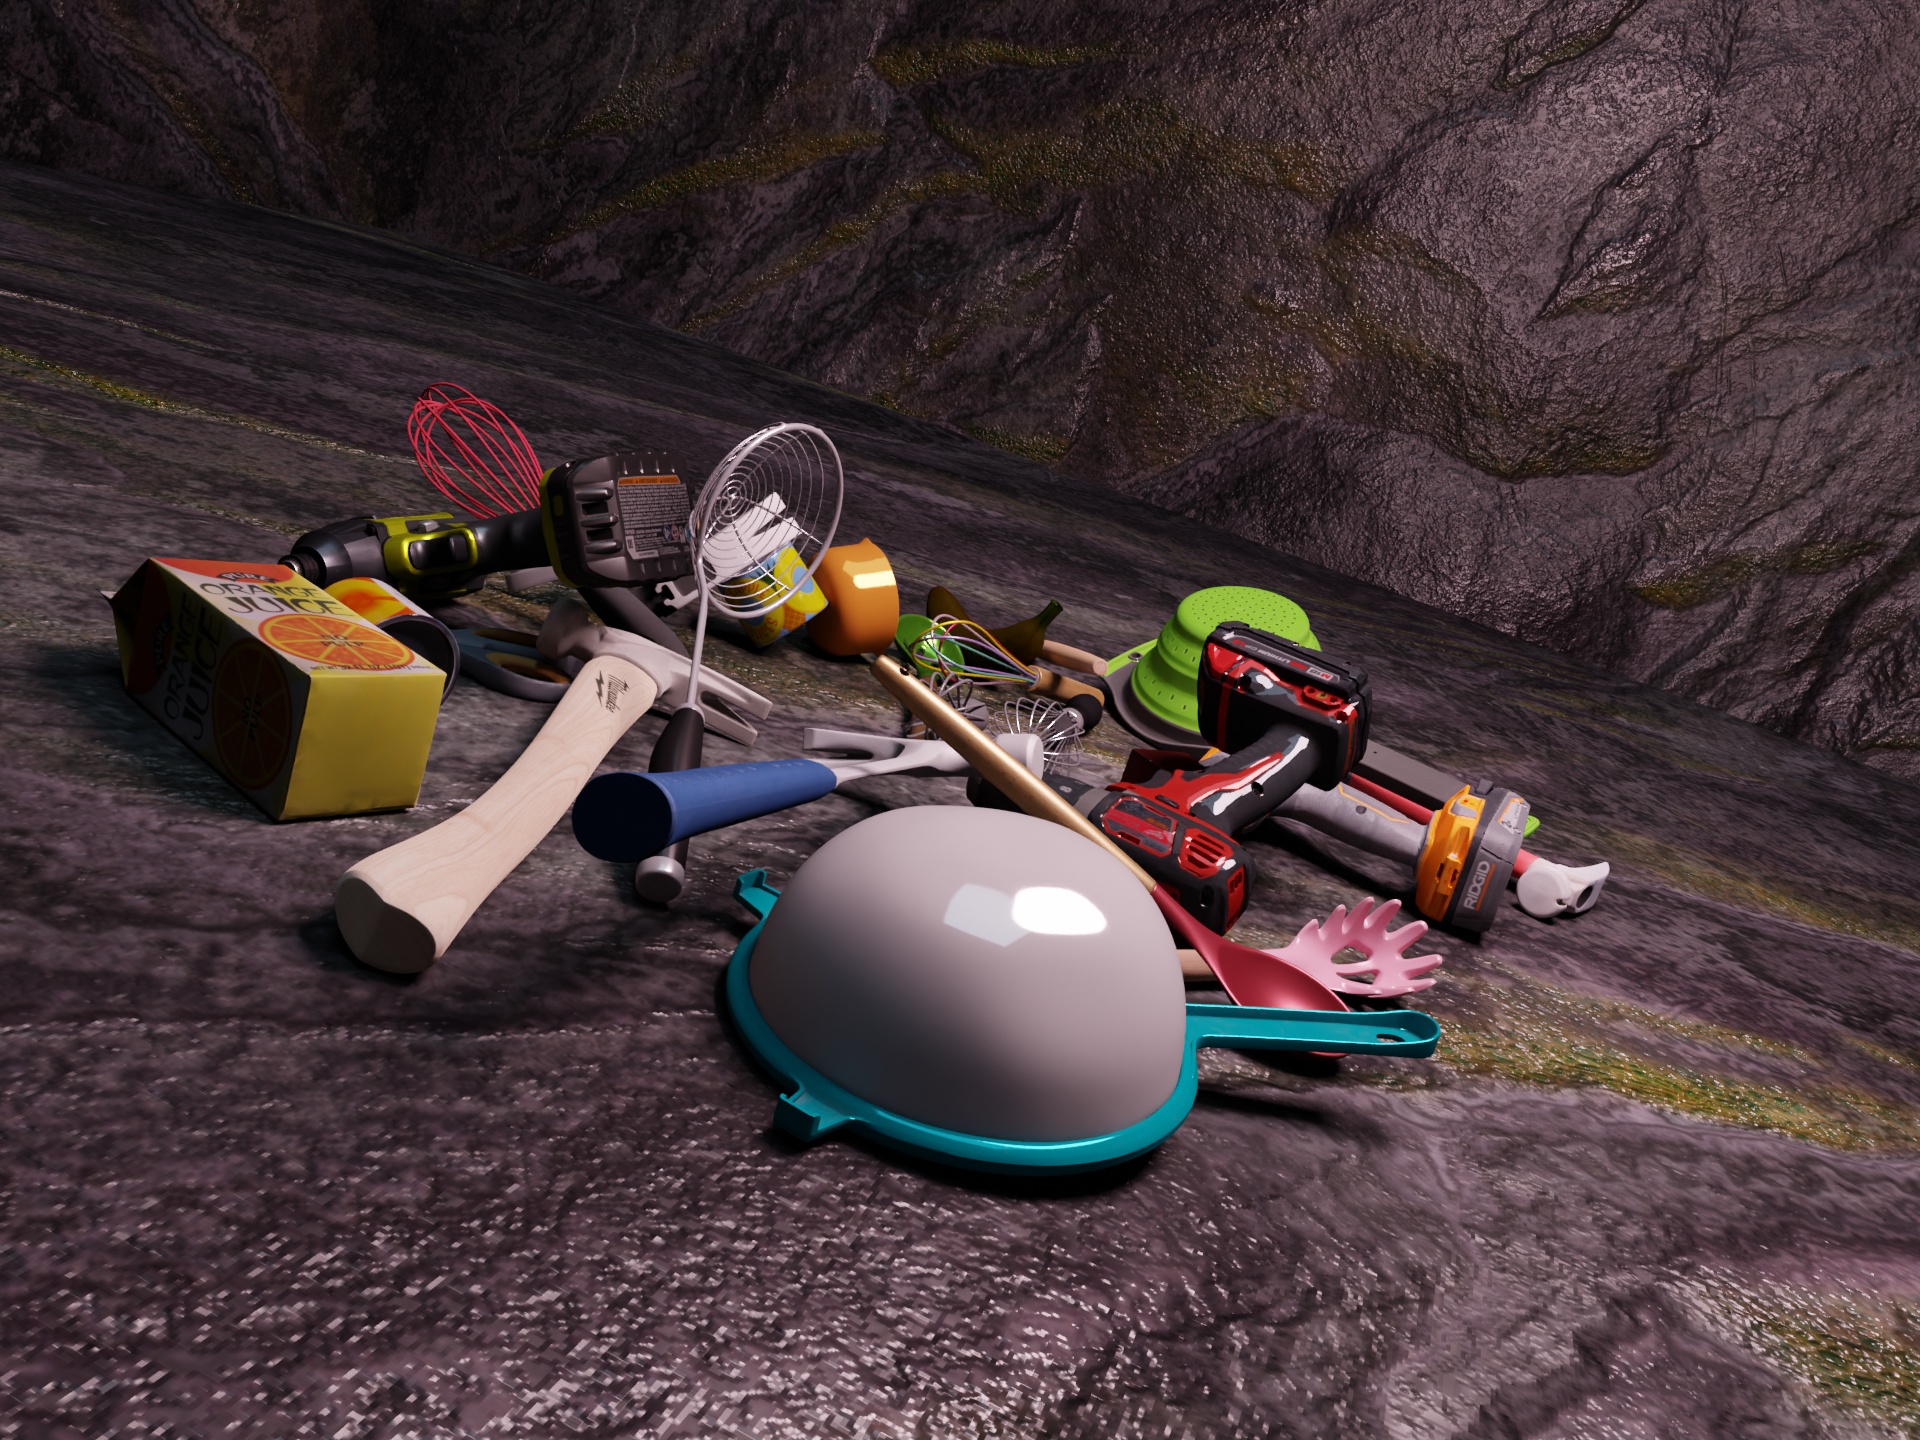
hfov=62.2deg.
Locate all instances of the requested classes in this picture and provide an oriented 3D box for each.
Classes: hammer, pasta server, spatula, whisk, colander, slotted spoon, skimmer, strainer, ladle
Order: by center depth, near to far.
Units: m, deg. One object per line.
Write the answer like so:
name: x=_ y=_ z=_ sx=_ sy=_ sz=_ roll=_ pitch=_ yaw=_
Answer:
strainer: x=0.072 y=0.100 z=0.704 sx=0.340 sy=0.095 sz=0.211 roll=6 pitch=21 yaw=-16
hammer: x=-0.074 y=0.029 z=0.776 sx=0.144 sy=0.035 sz=0.405 roll=2 pitch=2 yaw=16
hammer: x=-0.198 y=0.028 z=0.807 sx=0.146 sy=0.038 sz=0.411 roll=26 pitch=17 yaw=-5
ladle: x=0.076 y=0.072 z=0.814 sx=0.315 sy=0.031 sz=0.069 roll=40 pitch=29 yaw=-3
pasta server: x=0.139 y=0.128 z=0.856 sx=0.316 sy=0.040 sz=0.060 roll=5 pitch=54 yaw=-34
skimmer: x=-0.116 y=-0.039 z=0.881 sx=0.090 sy=0.127 sz=0.364 roll=0 pitch=40 yaw=-2
whisk: x=-0.002 y=-0.005 z=1.072 sx=0.055 sy=0.055 sz=0.239 roll=20 pitch=2 yaw=6
whisk: x=-0.284 y=-0.129 z=1.092 sx=0.296 sy=0.073 sz=0.073 roll=45 pitch=23 yaw=15
whisk: x=0.074 y=0.007 z=1.174 sx=0.070 sy=0.070 sz=0.284 roll=22 pitch=11 yaw=11
slotted spoon: x=-0.028 y=-0.020 z=1.189 sx=0.070 sy=0.031 sz=0.314 roll=34 pitch=15 yaw=-10
whisk: x=0.046 y=-0.039 z=1.254 sx=0.051 sy=0.047 sz=0.244 roll=32 pitch=9 yaw=38
hammer: x=-0.194 y=-0.133 z=1.263 sx=0.035 sy=0.146 sz=0.335 roll=57 pitch=2 yaw=-11
hammer: x=-0.267 y=-0.148 z=1.289 sx=0.127 sy=0.034 sz=0.337 roll=-12 pitch=10 yaw=2
colander: x=0.291 y=-0.020 z=1.298 sx=0.204 sy=0.094 sz=0.397 roll=-26 pitch=40 yaw=-37
hammer: x=0.347 y=0.057 z=1.335 sx=0.387 sy=0.038 sz=0.143 roll=29 pitch=18 yaw=34
spatula: x=0.072 y=-0.060 z=1.357 sx=0.059 sy=0.018 sz=0.316 roll=17 pitch=3 yaw=-14

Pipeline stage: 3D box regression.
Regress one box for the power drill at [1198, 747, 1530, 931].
power drill: x=0.289 y=0.062 z=1.159 sx=0.226 sy=0.084 sz=0.164 roll=20 pitch=21 yaw=17

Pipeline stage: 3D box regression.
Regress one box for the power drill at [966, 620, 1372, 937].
power drill: x=0.133 y=0.029 z=0.992 sx=0.188 sy=0.080 sz=0.227 roll=24 pitch=47 yaw=31

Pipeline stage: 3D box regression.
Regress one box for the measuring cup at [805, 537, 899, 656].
measuring cup: x=-0.113 y=-0.096 z=1.292 sx=0.052 sy=0.095 sz=0.174 roll=-10 pitch=8 yaw=-31

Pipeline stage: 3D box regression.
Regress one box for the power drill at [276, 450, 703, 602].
power drill: x=-0.288 y=-0.108 z=0.979 sx=0.223 sy=0.080 sz=0.171 roll=-7 pitch=7 yaw=18
